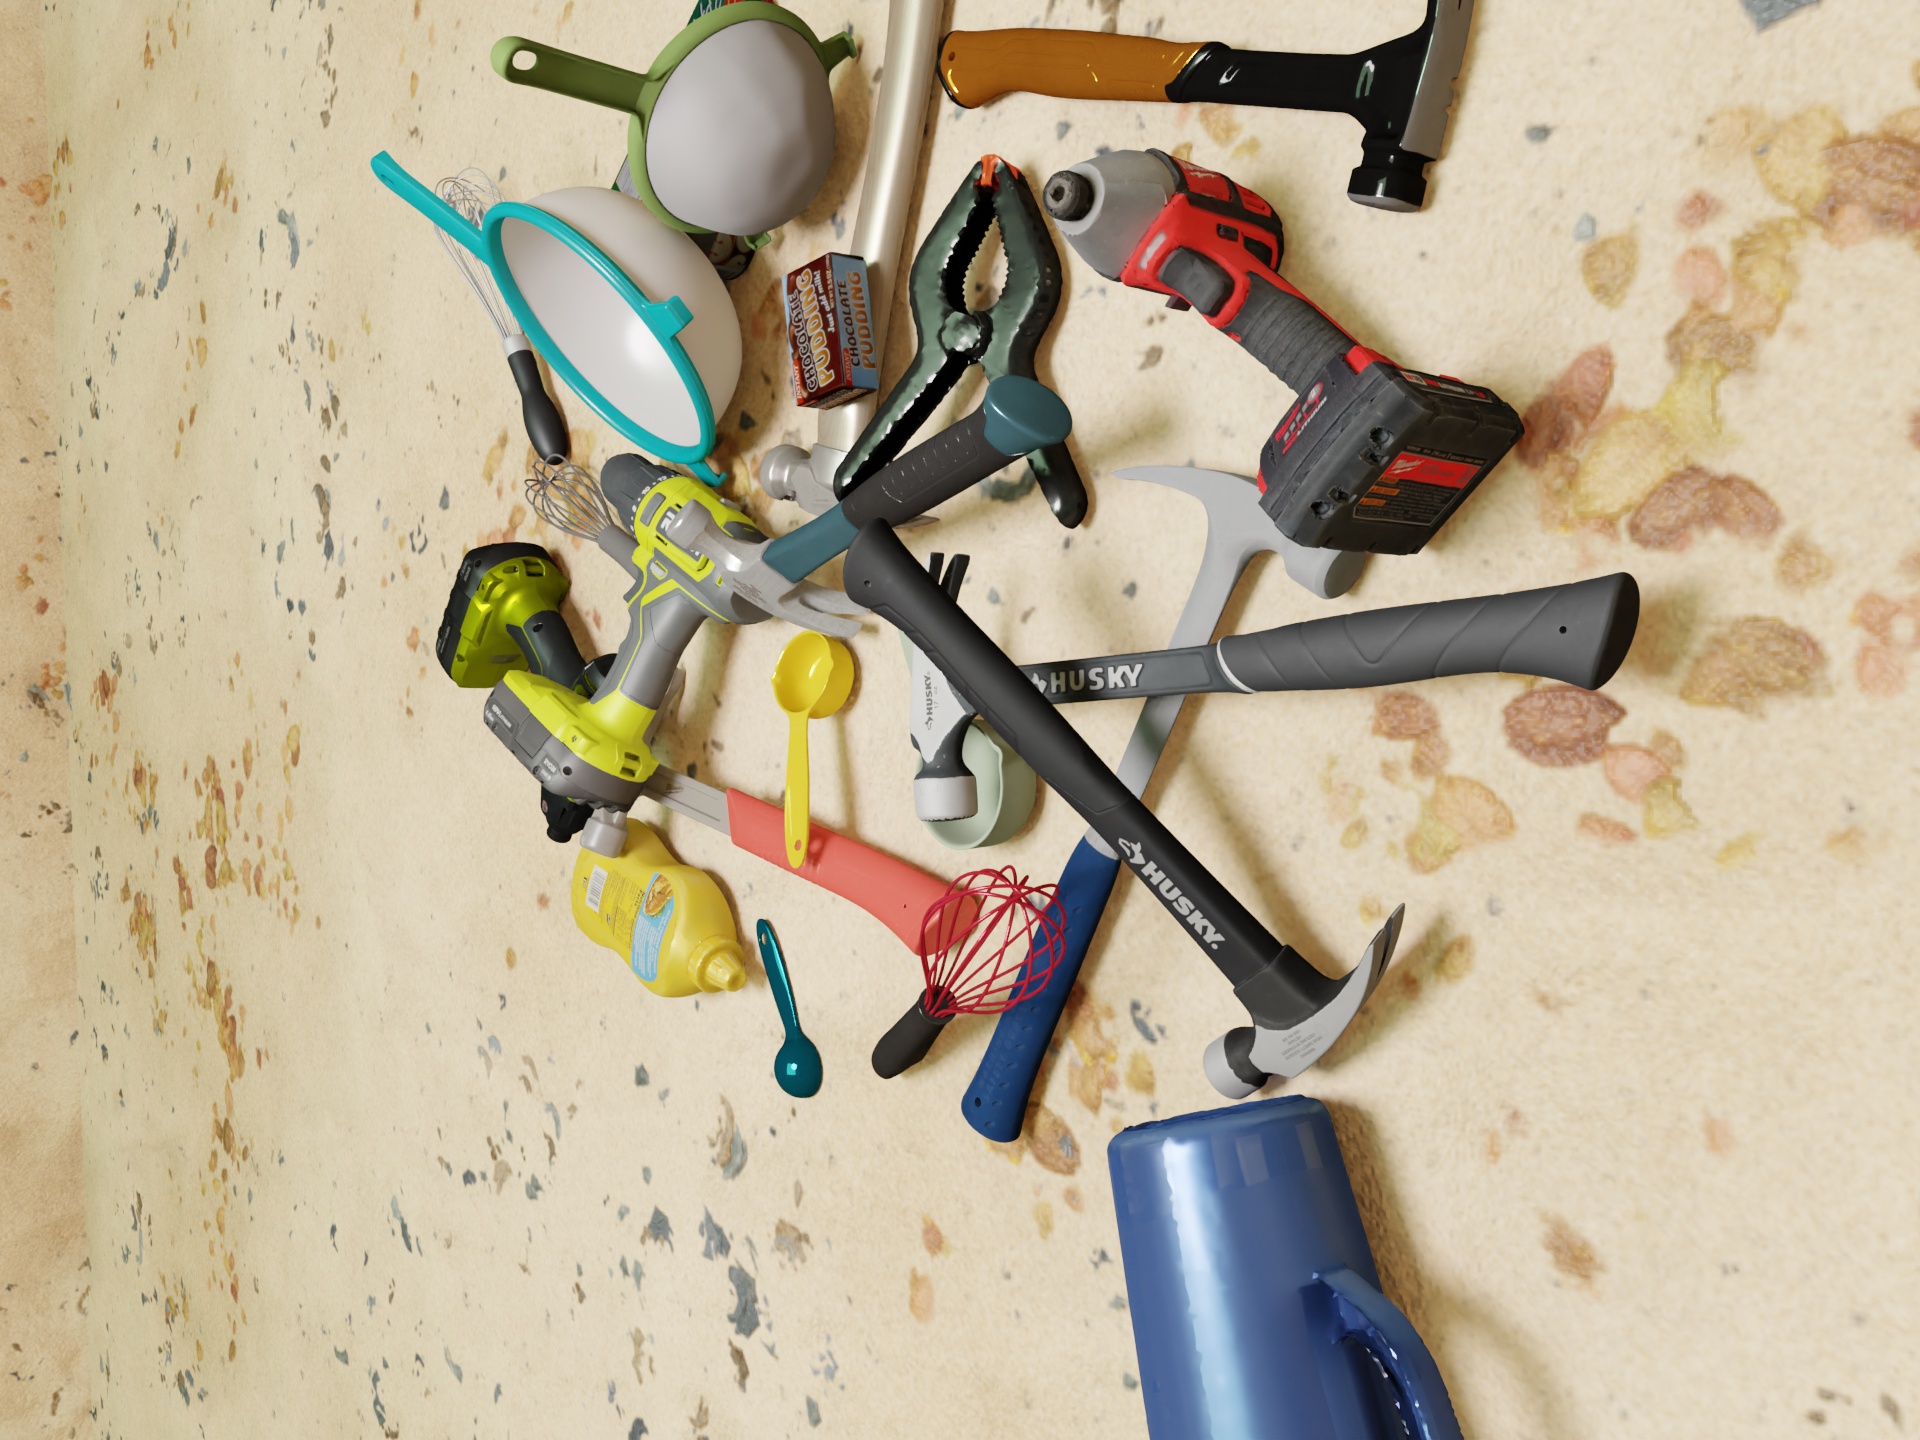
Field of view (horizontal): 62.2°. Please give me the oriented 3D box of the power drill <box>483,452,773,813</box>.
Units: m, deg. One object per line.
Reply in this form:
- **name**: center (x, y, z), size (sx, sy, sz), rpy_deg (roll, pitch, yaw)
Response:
- **power drill**: center (-0.236, -0.069, 1.125), size (0.191, 0.080, 0.228), rpy_deg (38, 98, 35)

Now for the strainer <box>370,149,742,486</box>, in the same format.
- **strainer**: center (-0.267, -0.323, 1.106), size (0.340, 0.095, 0.210), rpy_deg (38, 160, 16)

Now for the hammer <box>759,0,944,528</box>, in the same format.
- **hammer**: center (-0.039, -0.323, 0.970), size (0.146, 0.038, 0.410), rpy_deg (24, 109, 43)

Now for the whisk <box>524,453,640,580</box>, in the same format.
- **whisk**: center (-0.268, -0.143, 1.228), size (0.239, 0.055, 0.055), rpy_deg (38, 118, 36)

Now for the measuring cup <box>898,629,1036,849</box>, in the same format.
- **measuring cup**: center (-0.001, -0.003, 0.944), size (0.083, 0.038, 0.168), rpy_deg (-39, 60, 41)

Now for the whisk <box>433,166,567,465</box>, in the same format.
- **whisk**: center (-0.381, -0.340, 1.335), size (0.070, 0.070, 0.285), rpy_deg (-34, 72, 43)

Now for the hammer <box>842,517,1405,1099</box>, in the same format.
- **hammer**: center (0.065, 0.029, 0.766), size (0.335, 0.035, 0.146), rpy_deg (47, 137, 6)

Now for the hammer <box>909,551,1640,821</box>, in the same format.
- **hammer**: center (0.117, -0.030, 0.758), size (0.409, 0.036, 0.149), rpy_deg (-5, 88, 46)

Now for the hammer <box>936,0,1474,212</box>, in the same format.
- **hammer**: center (0.105, -0.340, 0.812), size (0.337, 0.034, 0.127), rpy_deg (26, 111, 44)

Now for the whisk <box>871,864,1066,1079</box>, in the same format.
- **whisk**: center (-0.007, 0.153, 0.889), size (0.073, 0.073, 0.295), rpy_deg (67, 155, 21)

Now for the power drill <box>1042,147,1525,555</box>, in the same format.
- **power drill**: center (0.132, -0.176, 0.710), size (0.078, 0.143, 0.220), rpy_deg (-54, 57, 31)

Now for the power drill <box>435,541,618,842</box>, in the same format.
- **power drill**: center (-0.336, -0.025, 1.283), size (0.223, 0.080, 0.171), rpy_deg (49, 124, 31)

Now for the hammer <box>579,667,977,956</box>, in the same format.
- **hammer**: center (-0.124, 0.066, 1.066), size (0.359, 0.036, 0.149), rpy_deg (18, 84, 42)

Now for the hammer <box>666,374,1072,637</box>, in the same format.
- **hammer**: center (-0.050, -0.121, 0.901), size (0.331, 0.128, 0.033), rpy_deg (-19, 38, 55)

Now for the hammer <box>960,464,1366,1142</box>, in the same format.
- **hammer**: center (0.078, 0.055, 0.857), size (0.144, 0.035, 0.405), rpy_deg (40, 120, 39)

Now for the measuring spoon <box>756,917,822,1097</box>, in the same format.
- **measuring spoon**: center (-0.128, 0.199, 1.099), size (0.042, 0.021, 0.129), rpy_deg (-33, 69, 43)

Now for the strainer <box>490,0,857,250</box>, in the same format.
- **strainer**: center (-0.157, -0.354, 0.945), size (0.069, 0.256, 0.151), rpy_deg (44, 118, 24)

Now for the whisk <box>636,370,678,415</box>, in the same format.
- **whisk**: center (-0.281, -0.307, 1.237), size (0.247, 0.058, 0.059), rpy_deg (49, 160, 31)

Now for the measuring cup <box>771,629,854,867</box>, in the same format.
- **measuring cup**: center (-0.095, 0.019, 1.030), size (0.062, 0.029, 0.157), rpy_deg (-12, 71, 42)
